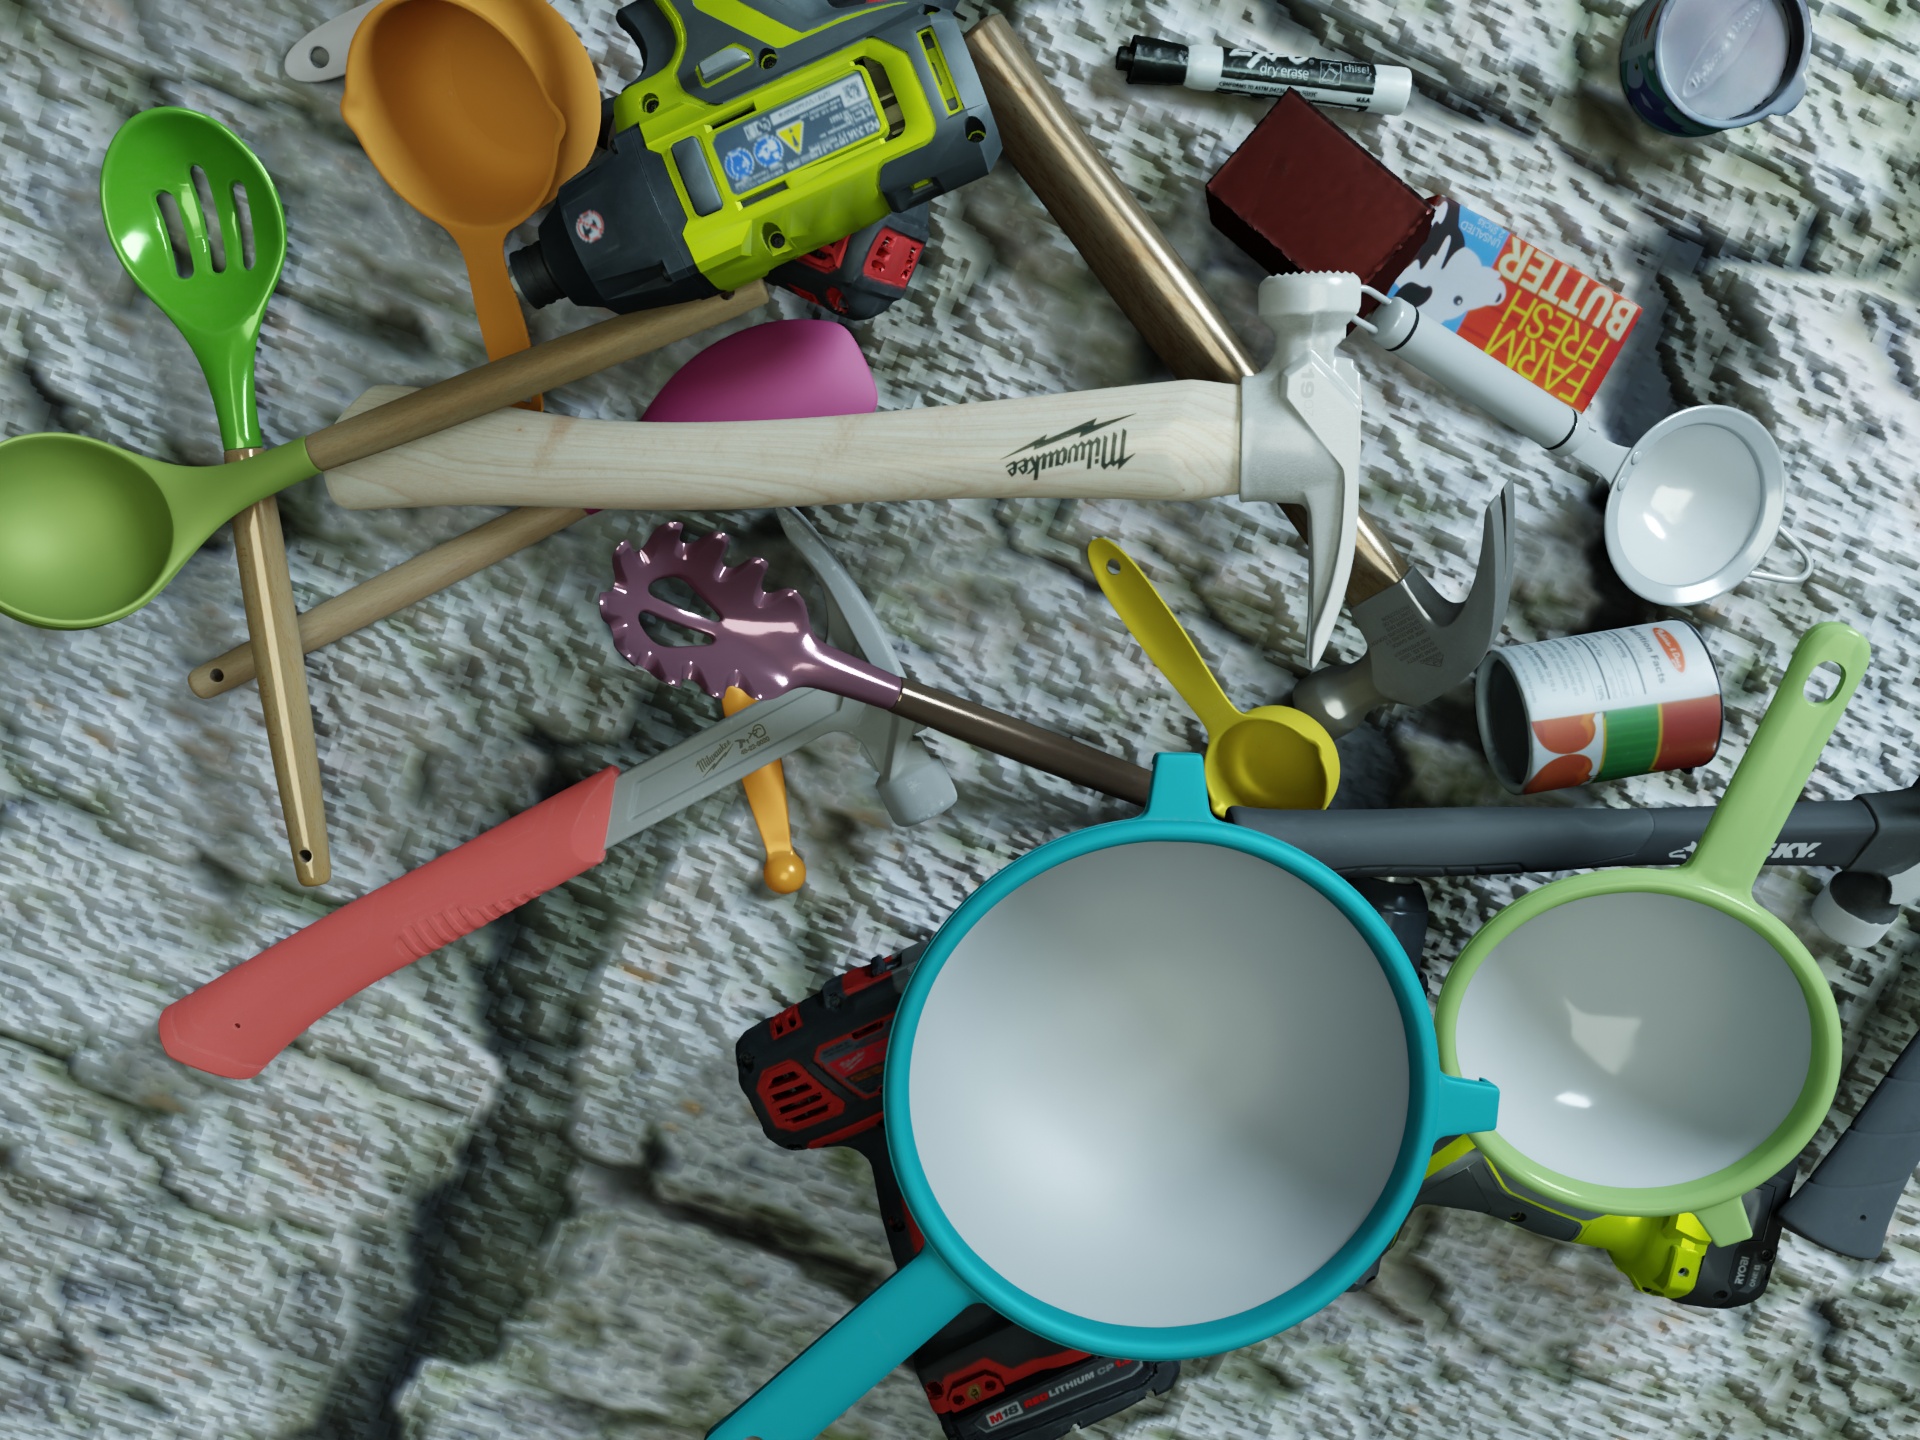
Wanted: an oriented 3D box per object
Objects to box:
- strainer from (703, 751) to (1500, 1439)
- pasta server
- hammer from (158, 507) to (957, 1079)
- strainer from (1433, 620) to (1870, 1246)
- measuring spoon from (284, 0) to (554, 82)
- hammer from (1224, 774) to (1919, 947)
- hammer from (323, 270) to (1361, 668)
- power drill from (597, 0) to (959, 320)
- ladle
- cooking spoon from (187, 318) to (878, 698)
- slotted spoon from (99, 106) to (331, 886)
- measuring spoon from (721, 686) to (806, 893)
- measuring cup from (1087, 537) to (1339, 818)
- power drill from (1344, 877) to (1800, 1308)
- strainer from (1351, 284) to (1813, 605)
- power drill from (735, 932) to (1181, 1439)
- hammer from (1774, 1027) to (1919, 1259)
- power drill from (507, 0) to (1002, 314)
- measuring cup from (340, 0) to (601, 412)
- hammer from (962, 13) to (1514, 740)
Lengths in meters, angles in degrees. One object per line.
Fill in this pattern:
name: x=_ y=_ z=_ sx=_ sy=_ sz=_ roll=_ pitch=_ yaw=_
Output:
strainer: x=0.028 y=0.179 z=0.645 sx=0.340 sy=0.095 sz=0.211 roll=-42 pitch=95 yaw=4
pasta server: x=-0.001 y=-0.002 z=0.657 sx=0.316 sy=0.040 sz=0.060 roll=21 pitch=81 yaw=-24
hammer: x=-0.190 y=0.049 z=0.690 sx=0.359 sy=0.037 sz=0.149 roll=-27 pitch=98 yaw=4
strainer: x=0.288 y=0.075 z=0.639 sx=0.151 sy=0.069 sz=0.256 roll=21 pitch=108 yaw=8
measuring spoon: x=-0.212 y=-0.282 z=0.633 sx=0.124 sy=0.018 sz=0.034 roll=-20 pitch=104 yaw=8
hammer: x=0.275 y=0.047 z=0.677 sx=0.334 sy=0.035 sz=0.146 roll=0 pitch=137 yaw=-8
hammer: x=-0.053 y=-0.094 z=0.629 sx=0.410 sy=0.038 sz=0.146 roll=0 pitch=100 yaw=8
power drill: x=-0.051 y=-0.279 z=0.602 sx=0.143 sy=0.078 sz=0.219 roll=29 pitch=106 yaw=15
ladle: x=-0.226 y=-0.113 z=0.602 sx=0.320 sy=0.062 sz=0.078 roll=-19 pitch=87 yaw=4
cooking spoon: x=-0.183 y=-0.082 z=0.674 sx=0.319 sy=0.017 sz=0.068 roll=-26 pitch=99 yaw=2
slotted spoon: x=-0.291 y=-0.085 z=0.650 sx=0.070 sy=0.031 sz=0.313 roll=-6 pitch=99 yaw=-1
measuring spoon: x=-0.089 y=0.023 z=0.707 sx=0.021 sy=0.011 sz=0.117 roll=-12 pitch=102 yaw=-1
measuring cup: x=0.109 y=-0.019 z=0.700 sx=0.062 sy=0.029 sz=0.156 roll=-39 pitch=85 yaw=37
power drill: x=0.256 y=0.173 z=0.732 sx=0.228 sy=0.080 sz=0.190 roll=9 pitch=97 yaw=-4
strainer: x=0.255 y=-0.118 z=0.659 sx=0.258 sy=0.050 sz=0.087 roll=23 pitch=100 yaw=-25
power drill: x=0.025 y=0.200 z=0.724 sx=0.188 sy=0.080 sz=0.226 roll=-25 pitch=100 yaw=2
hammer: x=0.494 y=0.069 z=0.703 sx=0.149 sy=0.036 sz=0.409 roll=41 pitch=85 yaw=-11
power drill: x=-0.104 y=-0.258 z=0.531 sx=0.171 sy=0.080 sz=0.223 roll=-21 pitch=94 yaw=7
measuring cup: x=-0.180 y=-0.205 z=0.635 sx=0.095 sy=0.052 sz=0.173 roll=8 pitch=130 yaw=15
hammer: x=0.106 y=-0.145 z=0.652 sx=0.130 sy=0.031 sz=0.331 roll=-33 pitch=98 yaw=43
